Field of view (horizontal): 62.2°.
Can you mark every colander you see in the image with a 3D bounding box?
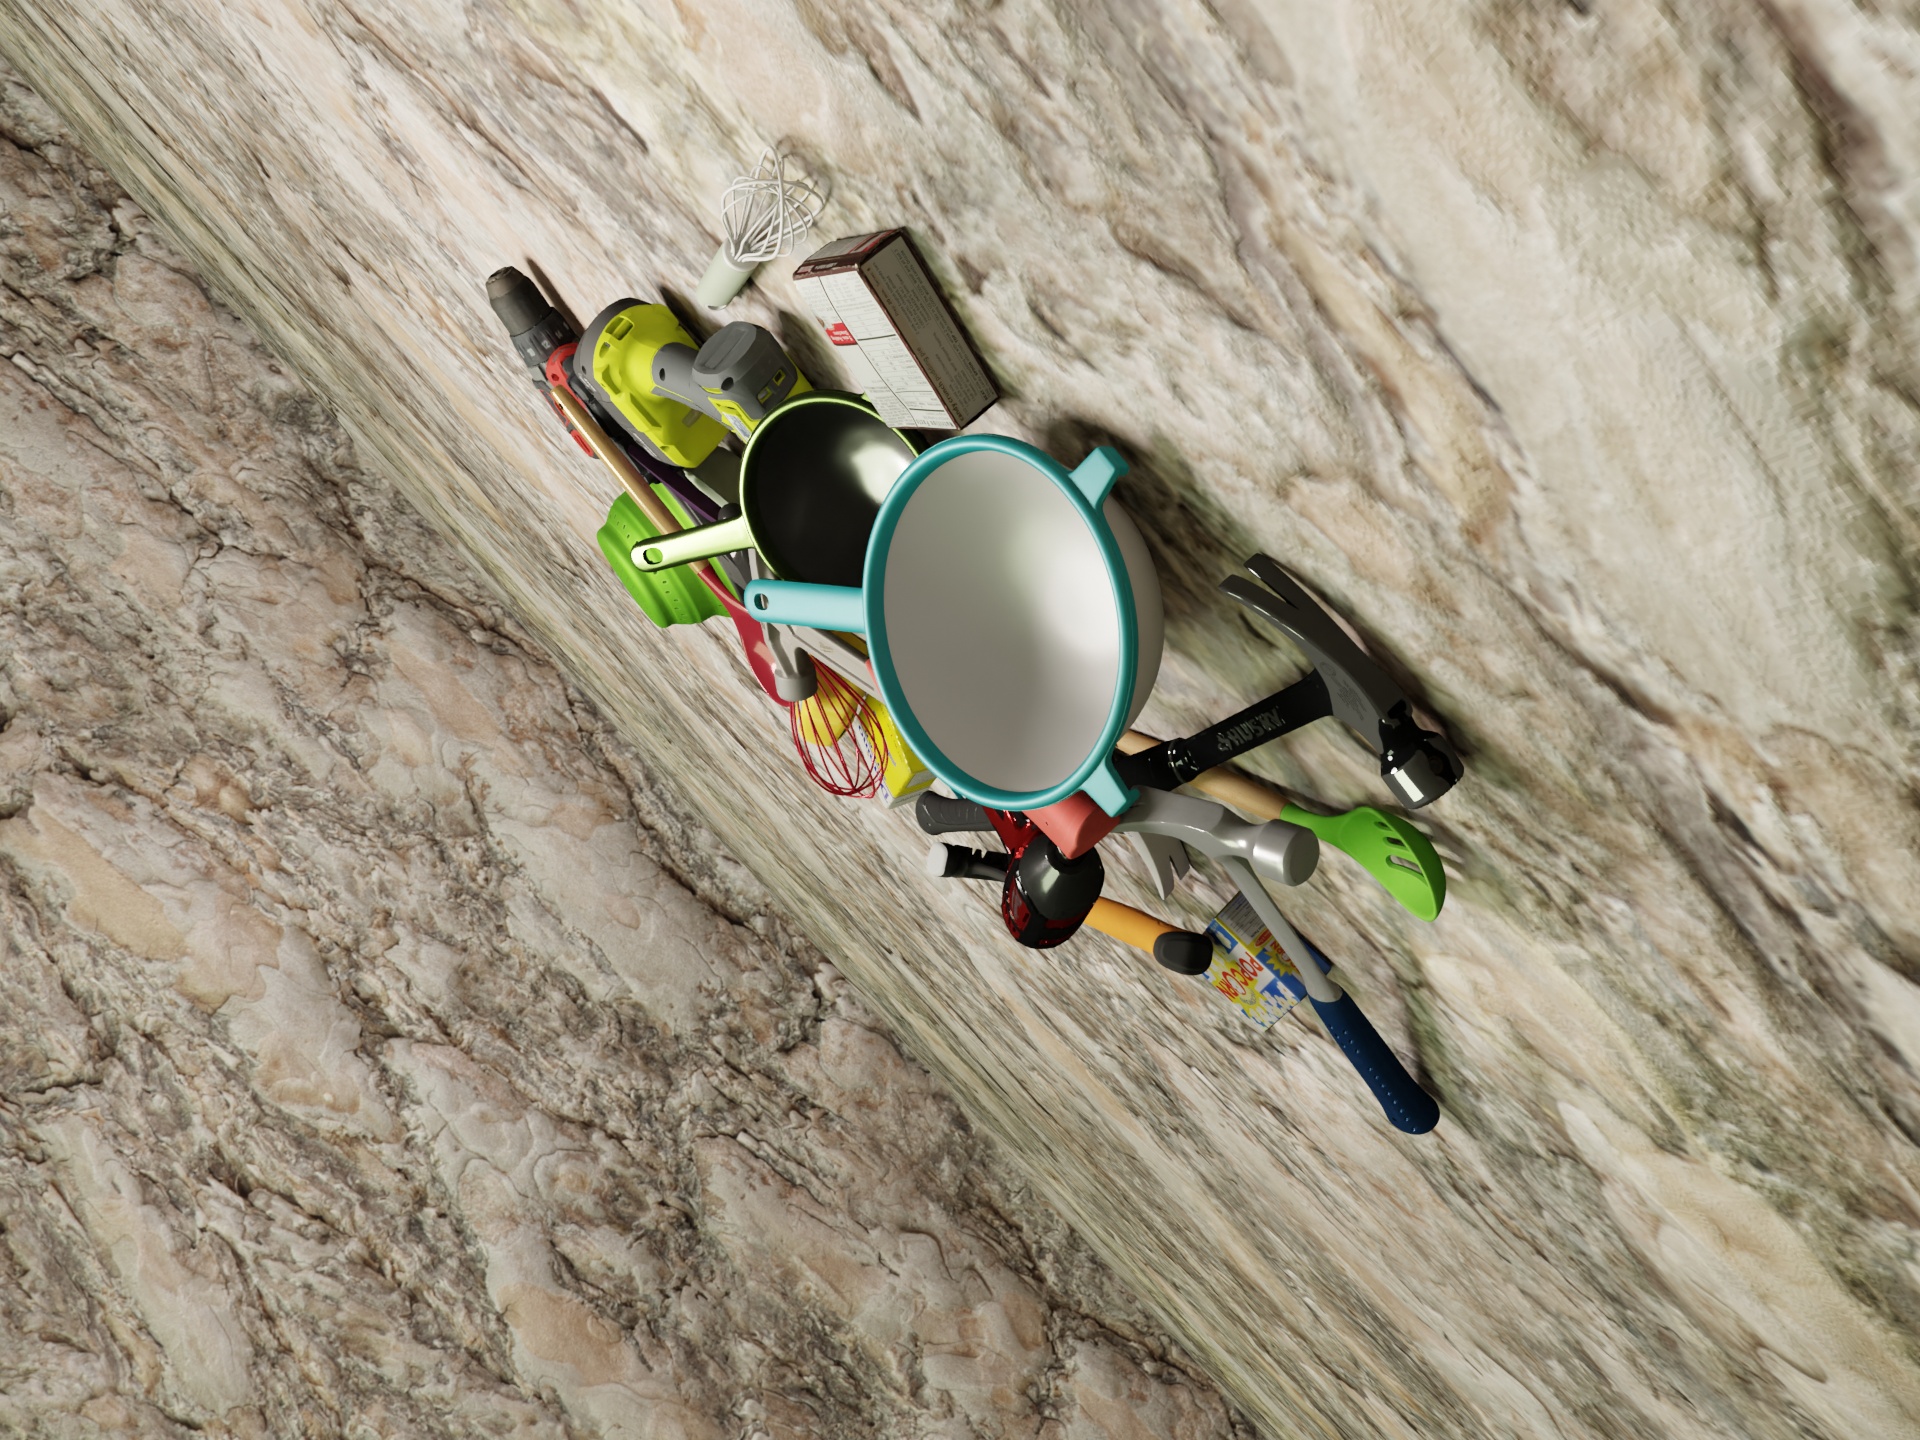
[{"bbox_3d":[-0.236,-0.123,1.434,0.397,0.094,0.204,39,161,51],"label":"colander"}]

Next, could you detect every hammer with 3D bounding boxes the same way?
[{"bbox_3d":[0.229,0.168,1.040,0.144,0.035,0.405,17,156,44],"label":"hammer"},{"bbox_3d":[0.101,0.151,1.300,0.127,0.034,0.337,11,-178,-28],"label":"hammer"},{"bbox_3d":[-0.029,-0.016,1.054,0.359,0.036,0.149,33,140,43],"label":"hammer"},{"bbox_3d":[0.138,0.017,0.962,0.149,0.036,0.409,51,159,-1],"label":"hammer"},{"bbox_3d":[0.056,0.079,1.301,0.146,0.035,0.335,51,155,-16],"label":"hammer"}]

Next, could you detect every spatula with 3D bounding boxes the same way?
[{"bbox_3d":[-0.145,-0.126,1.313,0.315,0.018,0.060,38,-170,-16],"label":"spatula"}]

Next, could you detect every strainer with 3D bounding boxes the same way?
[{"bbox_3d":[0.002,-0.067,0.957,0.340,0.095,0.211,10,108,47],"label":"strainer"},{"bbox_3d":[-0.109,-0.141,1.065,0.256,0.069,0.151,-9,110,31],"label":"strainer"}]

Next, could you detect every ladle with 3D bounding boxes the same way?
[{"bbox_3d":[-0.226,-0.143,1.291,0.315,0.031,0.069,52,146,-10],"label":"ladle"}]

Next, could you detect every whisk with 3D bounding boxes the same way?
[{"bbox_3d":[-0.134,-0.291,0.978,0.246,0.057,0.059,-179,82,-72],"label":"whisk"},{"bbox_3d":[-0.124,-0.047,1.243,0.073,0.073,0.295,29,150,46],"label":"whisk"}]

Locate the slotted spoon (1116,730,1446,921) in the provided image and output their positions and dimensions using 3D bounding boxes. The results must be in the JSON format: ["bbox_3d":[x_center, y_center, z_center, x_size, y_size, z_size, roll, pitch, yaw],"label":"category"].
[{"bbox_3d":[0.187,0.049,0.989,0.314,0.031,0.070,26,145,55],"label":"slotted spoon"}]

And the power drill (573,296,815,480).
[{"bbox_3d":[-0.169,-0.223,1.154,0.223,0.080,0.171,27,164,43],"label":"power drill"}]

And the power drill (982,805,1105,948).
[{"bbox_3d":[0.034,0.042,1.110,0.143,0.078,0.220,105,145,-64],"label":"power drill"}]

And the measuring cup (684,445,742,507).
[{"bbox_3d":[-0.177,-0.182,1.365,0.083,0.038,0.167,37,176,23],"label":"measuring cup"}]

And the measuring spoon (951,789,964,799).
[{"bbox_3d":[0.000,0.060,1.514,0.042,0.021,0.128,52,178,32],"label":"measuring spoon"}]

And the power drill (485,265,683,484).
[{"bbox_3d":[-0.319,-0.299,1.367,0.227,0.080,0.187,29,156,54],"label":"power drill"}]
